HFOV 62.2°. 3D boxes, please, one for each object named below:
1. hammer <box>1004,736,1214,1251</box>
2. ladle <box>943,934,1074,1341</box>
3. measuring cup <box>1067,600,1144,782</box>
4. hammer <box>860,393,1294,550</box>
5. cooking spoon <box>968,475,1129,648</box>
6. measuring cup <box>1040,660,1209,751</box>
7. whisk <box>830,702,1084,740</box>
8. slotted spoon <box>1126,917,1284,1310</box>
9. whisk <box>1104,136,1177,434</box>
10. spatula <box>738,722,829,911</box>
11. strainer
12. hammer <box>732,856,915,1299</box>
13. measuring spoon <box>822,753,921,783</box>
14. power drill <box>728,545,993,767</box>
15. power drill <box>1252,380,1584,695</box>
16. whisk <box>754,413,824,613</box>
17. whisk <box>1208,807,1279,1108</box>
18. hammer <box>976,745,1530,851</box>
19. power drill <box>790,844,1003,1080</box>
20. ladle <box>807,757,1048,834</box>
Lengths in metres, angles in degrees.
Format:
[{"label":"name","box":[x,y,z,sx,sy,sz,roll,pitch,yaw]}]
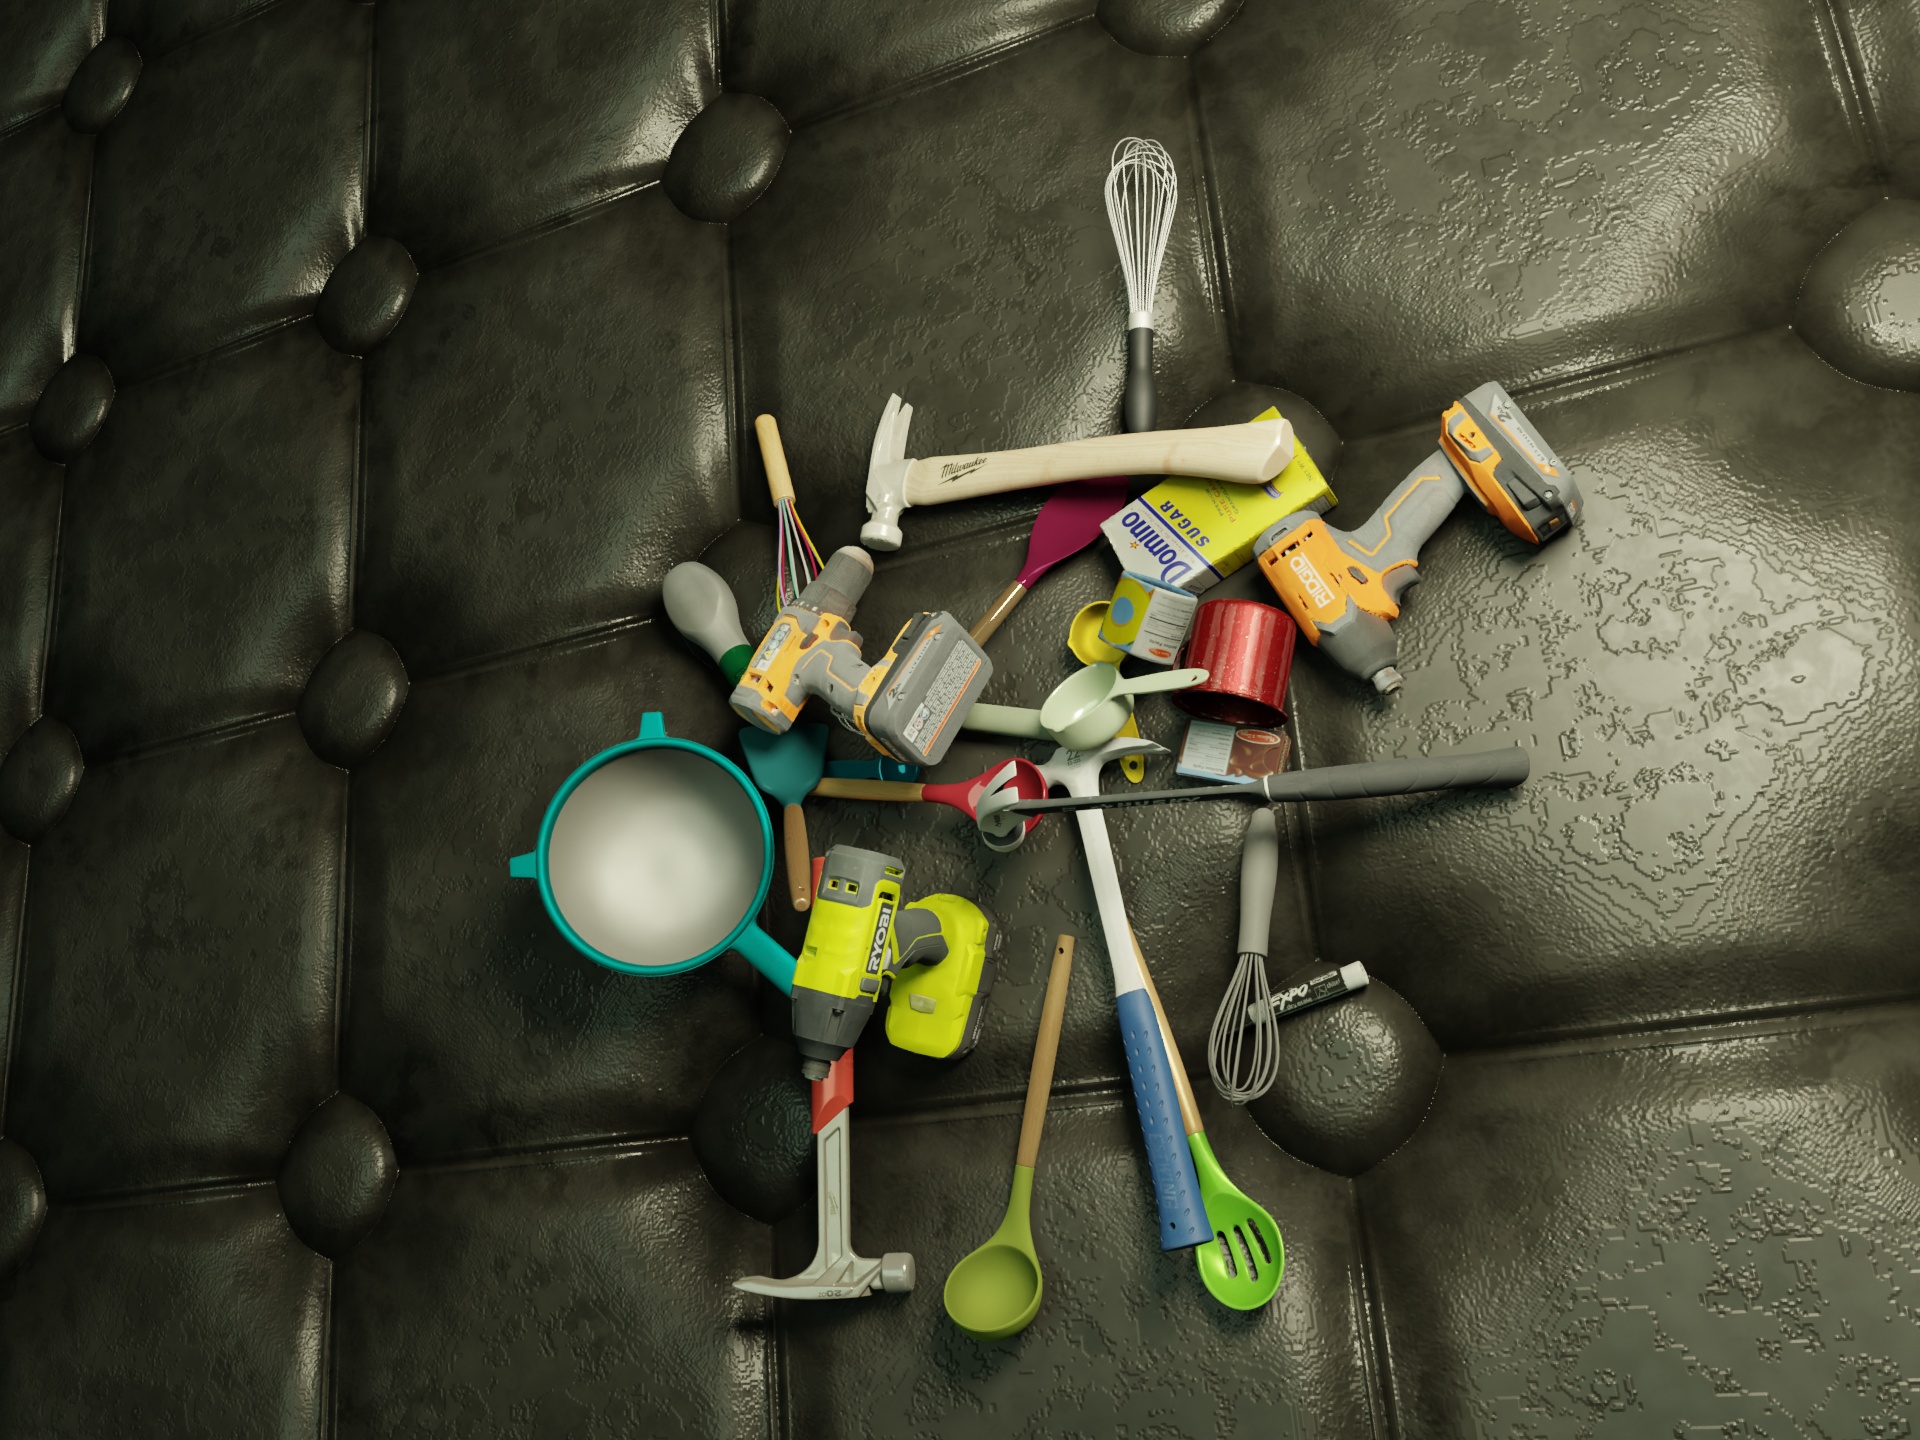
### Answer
[{"label":"hammer","box":[0.136,0.202,1.246,0.144,0.035,0.406,-24,64,27]},{"label":"ladle","box":[0.051,0.327,1.267,0.078,0.062,0.320,4,76,30]},{"label":"measuring cup","box":[0.134,-0.024,1.342,0.062,0.029,0.156,-15,82,21]},{"label":"hammer","box":[0.090,-0.231,1.372,0.411,0.038,0.146,0,75,34]},{"label":"cooking spoon","box":[0.036,-0.097,1.379,0.069,0.017,0.319,35,82,35]},{"label":"measuring cup","box":[0.137,-0.014,1.267,0.167,0.038,0.083,-10,38,45]},{"label":"whisk","box":[-0.002,-0.004,1.388,0.246,0.059,0.057,6,116,23]},{"label":"slotted spoon","box":[0.175,0.295,1.233,0.070,0.031,0.314,-28,64,20]},{"label":"whisk","box":[0.161,-0.381,1.406,0.070,0.070,0.285,-3,80,25]},{"label":"spatula","box":[-0.140,0.076,1.322,0.082,0.318,0.044,-3,110,-8]},{"label":"strainer","box":[-0.219,0.167,1.428,0.340,0.095,0.211,40,83,7]},{"label":"hammer","box":[-0.117,0.295,1.335,0.149,0.036,0.359,-4,79,10]},{"label":"measuring spoon","box":[-0.086,0.045,1.432,0.129,0.021,0.042,-5,84,33]},{"label":"power drill","box":[-0.080,-0.061,1.366,0.226,0.084,0.185,14,67,44]},{"label":"power drill","box":[0.359,-0.134,1.230,0.226,0.084,0.164,-36,65,17]},{"label":"whisk","box":[-0.167,-0.190,1.515,0.047,0.051,0.245,-27,64,23]},{"label":"whisk","box":[0.222,0.177,1.215,0.055,0.055,0.239,-2,63,25]},{"label":"hammer","box":[0.214,0.050,1.186,0.409,0.149,0.036,-5,72,3]},{"label":"power drill","box":[-0.054,0.200,1.254,0.080,0.223,0.171,9,80,27]},{"label":"ladle","box":[-0.051,0.063,1.378,0.315,0.031,0.069,2,78,36]}]
